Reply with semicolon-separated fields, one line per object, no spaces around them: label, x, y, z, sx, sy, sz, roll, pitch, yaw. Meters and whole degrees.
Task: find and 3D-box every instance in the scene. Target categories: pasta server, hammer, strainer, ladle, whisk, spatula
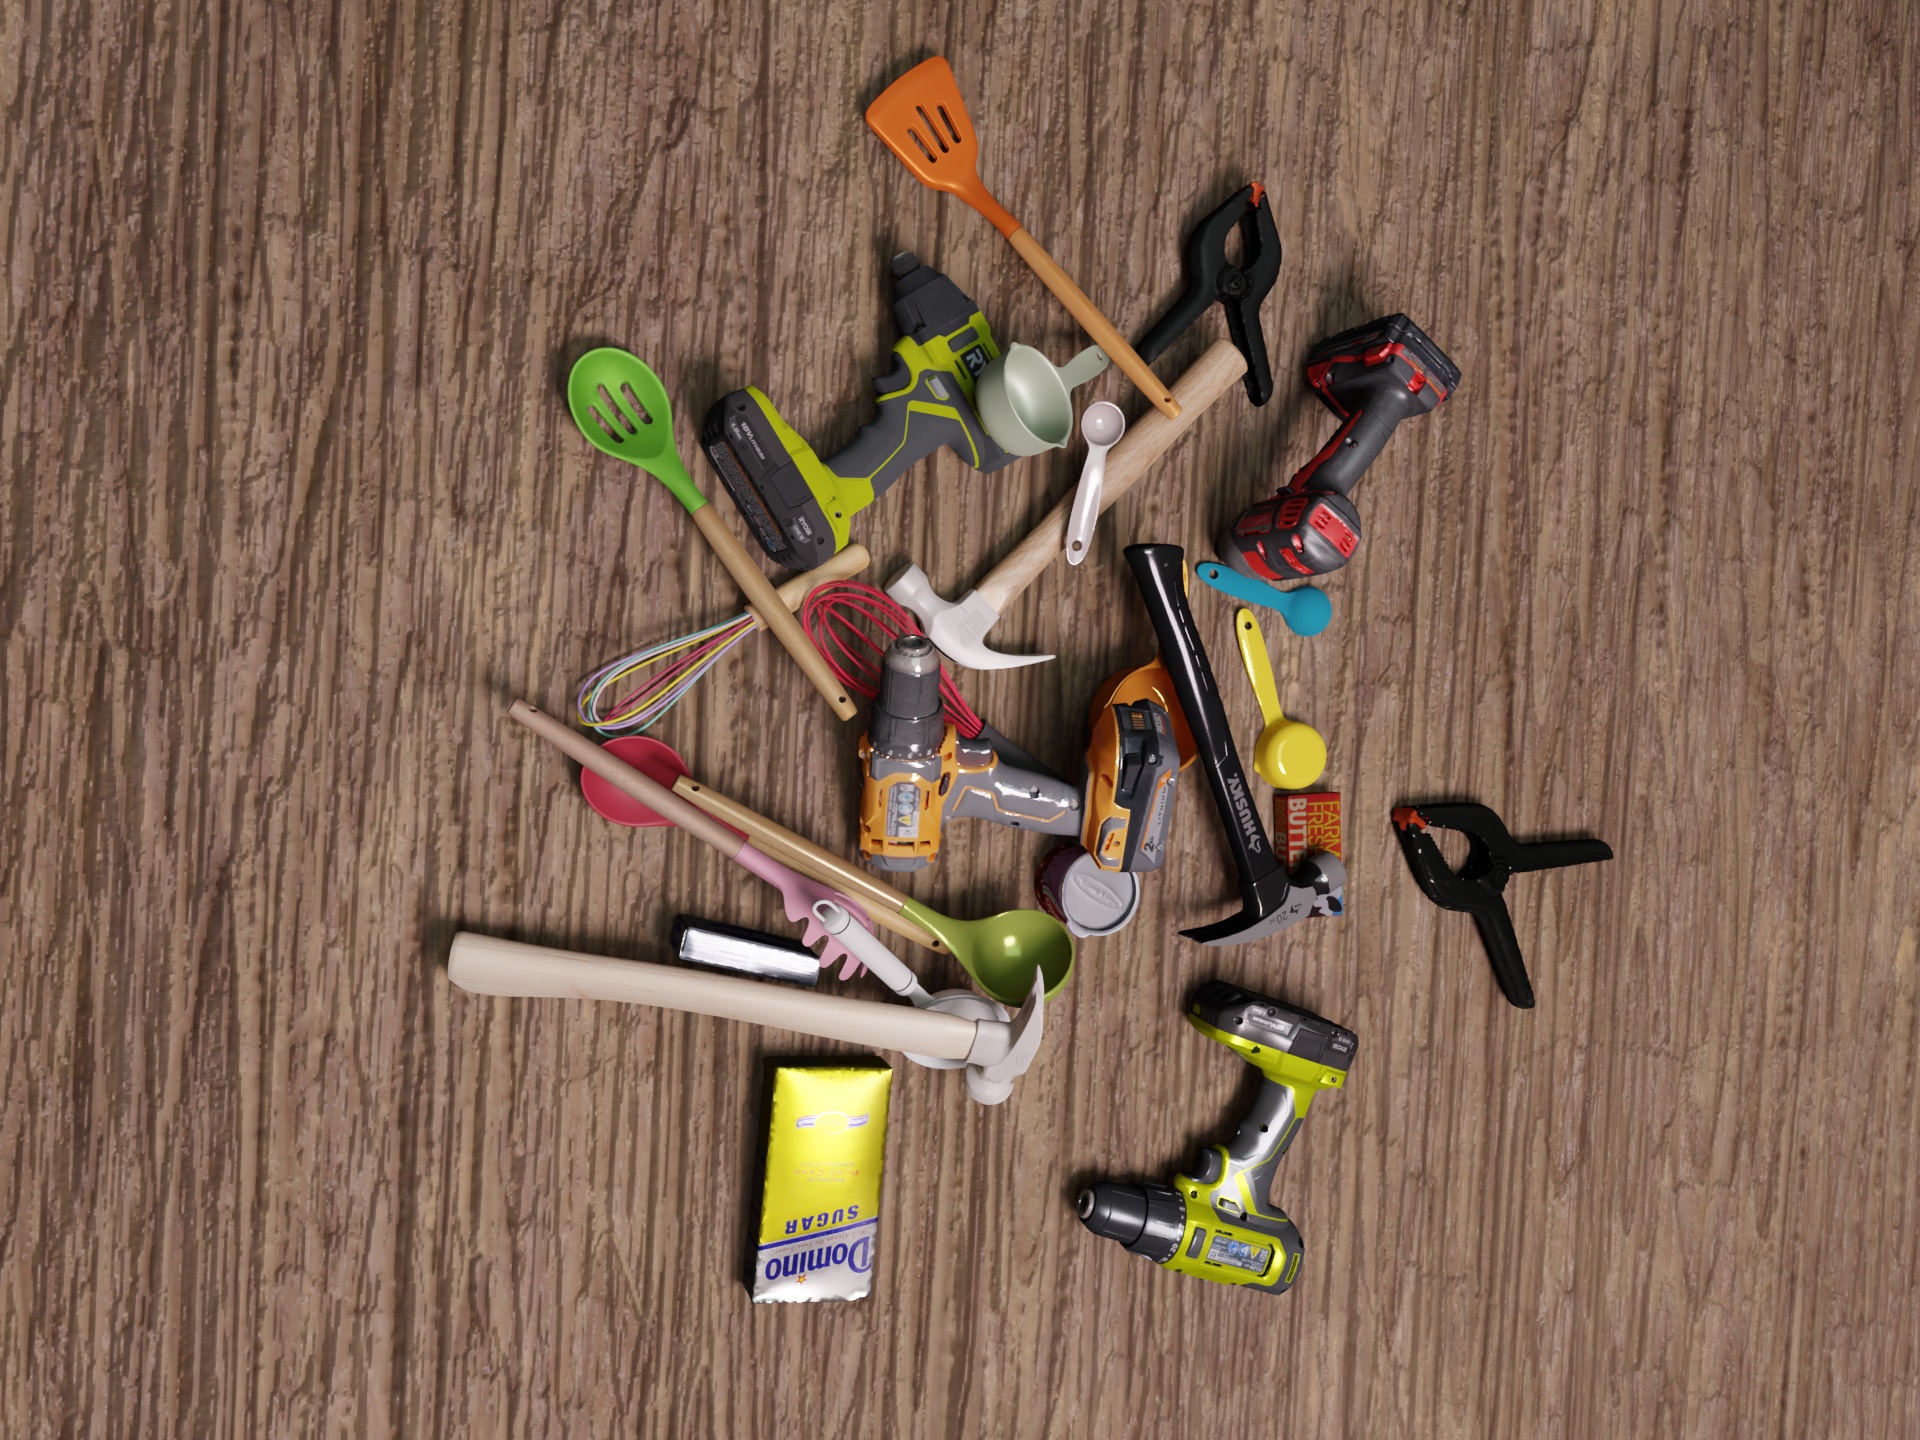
pasta server;-0.183;0.082;1.119;0.316;0.060;0.040;35;117;-15
hammer;0.190;0.018;1.217;0.146;0.035;0.334;-28;109;-21
strainer;-0.037;0.192;1.159;0.087;0.050;0.258;-27;136;12
ladle;-0.136;0.099;1.173;0.315;0.031;0.069;31;99;-19
hammer;0.100;-0.169;1.226;0.331;0.031;0.130;-45;106;-6
whisk;-0.002;-0.004;1.201;0.295;0.073;0.073;40;80;-22
ladle;-0.059;0.115;1.134;0.320;0.062;0.078;30;54;-15
spatula;0.059;-0.352;1.197;0.081;0.041;0.322;-42;91;-13
whisk;-0.167;-0.060;1.150;0.245;0.047;0.051;-33;100;-18
hammer;-0.146;0.191;1.110;0.410;0.146;0.038;11;48;-7

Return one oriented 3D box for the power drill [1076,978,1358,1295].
power drill;0.208;0.331;1.269;0.190;0.080;0.228;21;88;-18

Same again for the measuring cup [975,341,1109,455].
measuring cup;0.064;-0.246;1.177;0.083;0.038;0.167;62;38;-11

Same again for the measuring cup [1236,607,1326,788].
measuring cup;0.257;-0.017;1.296;0.062;0.029;0.156;-22;100;-16

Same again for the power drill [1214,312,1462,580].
power drill;0.286;-0.204;1.249;0.078;0.143;0.220;38;74;-20

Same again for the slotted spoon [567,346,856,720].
slotted spoon;-0.172;-0.128;1.130;0.070;0.031;0.314;-38;94;-22

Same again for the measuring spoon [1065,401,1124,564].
measuring spoon;0.096;-0.179;1.202;0.034;0.018;0.124;9;101;-15

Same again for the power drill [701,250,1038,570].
power drill;-0.068;-0.225;1.161;0.223;0.080;0.171;-35;103;-18

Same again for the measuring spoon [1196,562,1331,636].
measuring spoon;0.251;-0.103;1.295;0.128;0.021;0.042;18;86;-19

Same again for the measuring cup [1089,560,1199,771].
measuring cup;0.151;-0.042;1.251;0.095;0.052;0.173;9;87;-18

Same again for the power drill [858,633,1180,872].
power drill;0.039;0.026;1.149;0.226;0.084;0.185;2;123;-4
